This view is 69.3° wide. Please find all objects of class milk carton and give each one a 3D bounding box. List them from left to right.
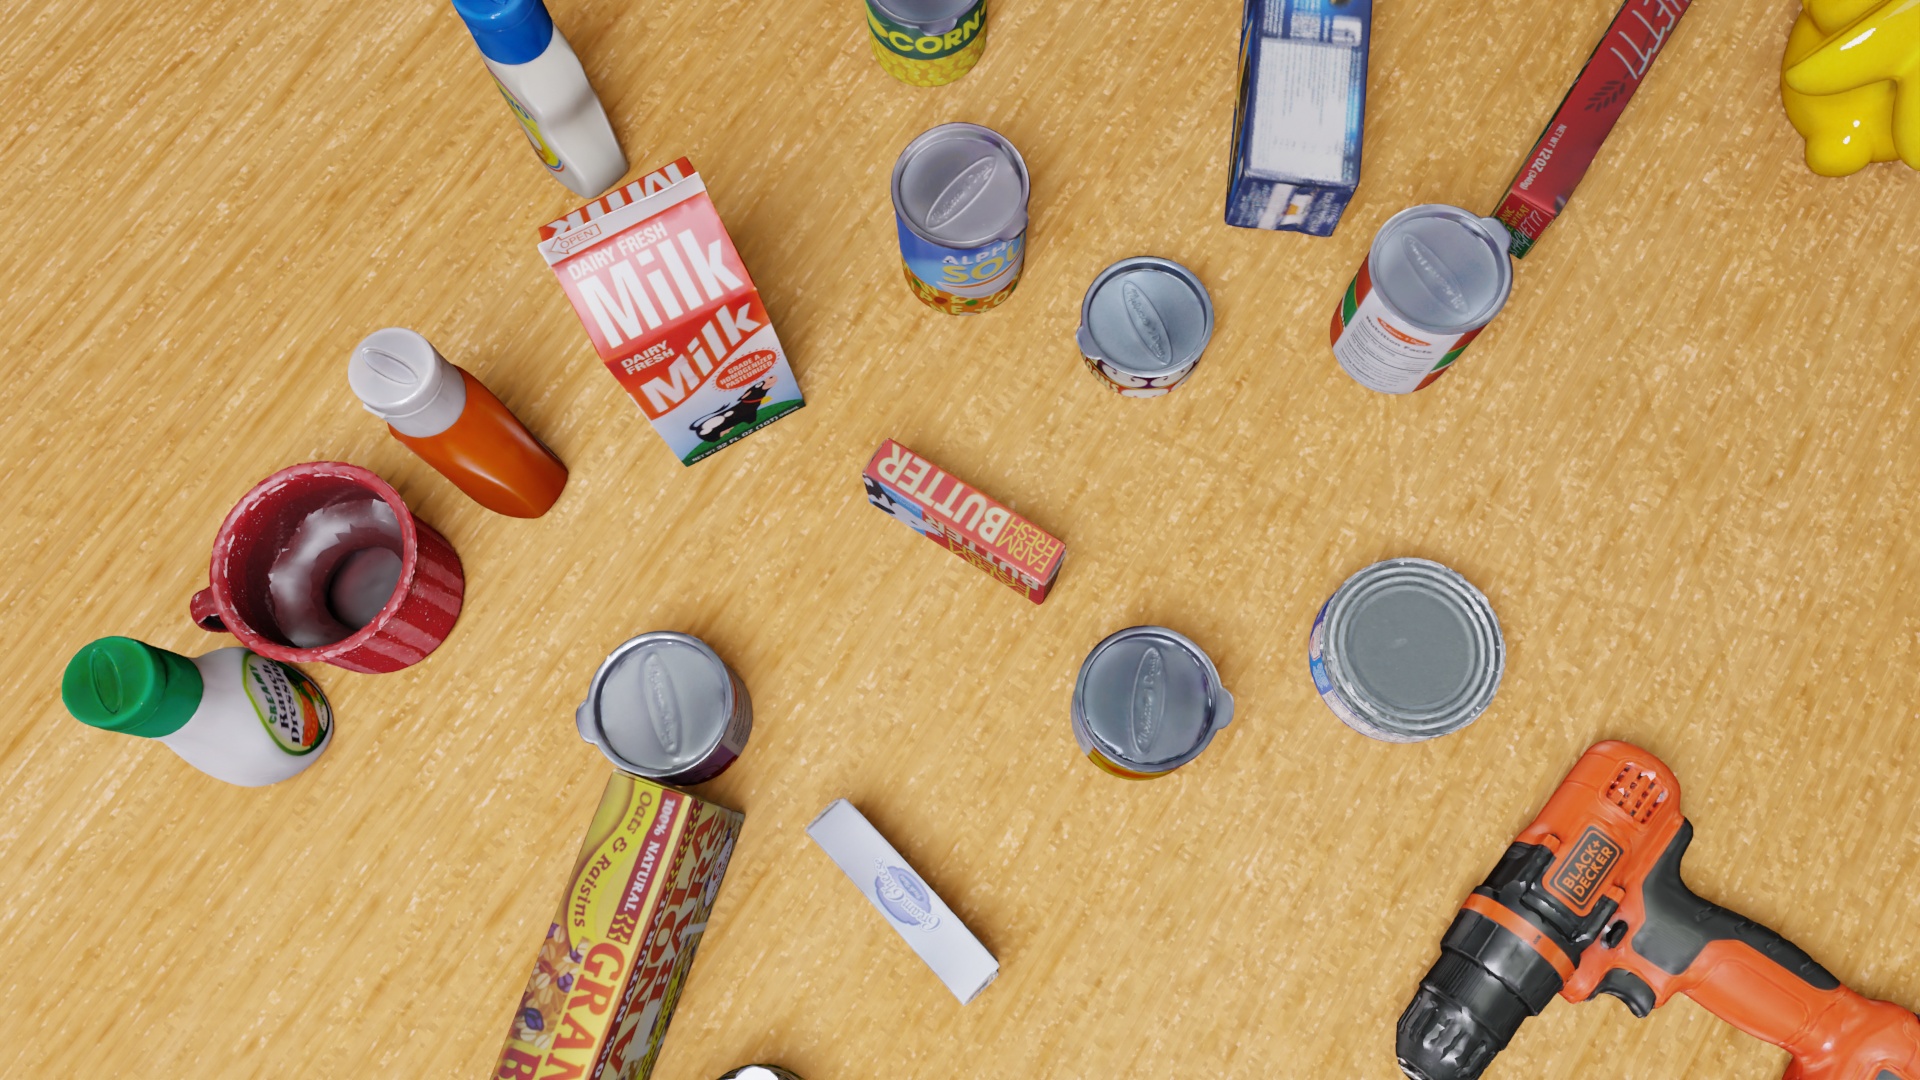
[{"bbox_3d":[-0.130,-0.105,0.631,0.072,0.190,0.073,-27,77,-6],"label":"milk carton"}]

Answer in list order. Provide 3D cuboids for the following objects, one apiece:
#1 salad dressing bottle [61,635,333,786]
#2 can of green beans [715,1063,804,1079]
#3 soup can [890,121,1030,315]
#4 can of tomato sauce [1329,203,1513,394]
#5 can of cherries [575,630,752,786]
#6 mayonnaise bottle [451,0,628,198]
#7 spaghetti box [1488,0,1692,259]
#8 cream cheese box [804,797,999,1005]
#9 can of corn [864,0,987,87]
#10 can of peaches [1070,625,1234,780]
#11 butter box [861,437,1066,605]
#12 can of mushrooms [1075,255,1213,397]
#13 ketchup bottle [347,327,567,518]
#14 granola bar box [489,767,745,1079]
[{"bbox_3d":[-0.330,0.073,0.609,0.044,0.147,0.064,-23,76,-5],"label":"salad dressing bottle"},{"bbox_3d":[-0.092,0.264,0.601,0.071,0.057,0.071,0,75,1],"label":"can of green beans"},{"bbox_3d":[0.003,-0.157,0.697,0.071,0.083,0.071,0,76,1],"label":"soup can"},{"bbox_3d":[0.224,-0.117,0.682,0.071,0.083,0.071,0,76,1],"label":"can of tomato sauce"},{"bbox_3d":[-0.137,0.080,0.650,0.071,0.058,0.071,0,75,1],"label":"can of cherries"},{"bbox_3d":[-0.209,-0.229,0.687,0.041,0.147,0.065,-41,78,-8],"label":"mayonnaise bottle"},{"bbox_3d":[0.353,-0.259,0.734,0.029,0.050,0.250,33,78,9],"label":"spaghetti box"},{"bbox_3d":[-0.025,0.162,0.628,0.024,0.053,0.104,-43,79,-9],"label":"cream cheese box"},{"bbox_3d":[-0.018,-0.284,0.744,0.071,0.058,0.071,0,75,1],"label":"can of corn"},{"bbox_3d":[0.087,0.078,0.646,0.071,0.058,0.071,0,75,1],"label":"can of peaches"},{"bbox_3d":[0.002,-0.008,0.673,0.103,0.053,0.024,31,79,9],"label":"butter box"},{"bbox_3d":[0.091,-0.107,0.708,0.071,0.033,0.071,0,75,1],"label":"can of mushrooms"},{"bbox_3d":[-0.232,-0.052,0.640,0.065,0.148,0.043,27,78,8],"label":"ketchup bottle"},{"bbox_3d":[-0.145,0.186,0.588,0.039,0.124,0.166,18,76,6],"label":"granola bar box"}]
